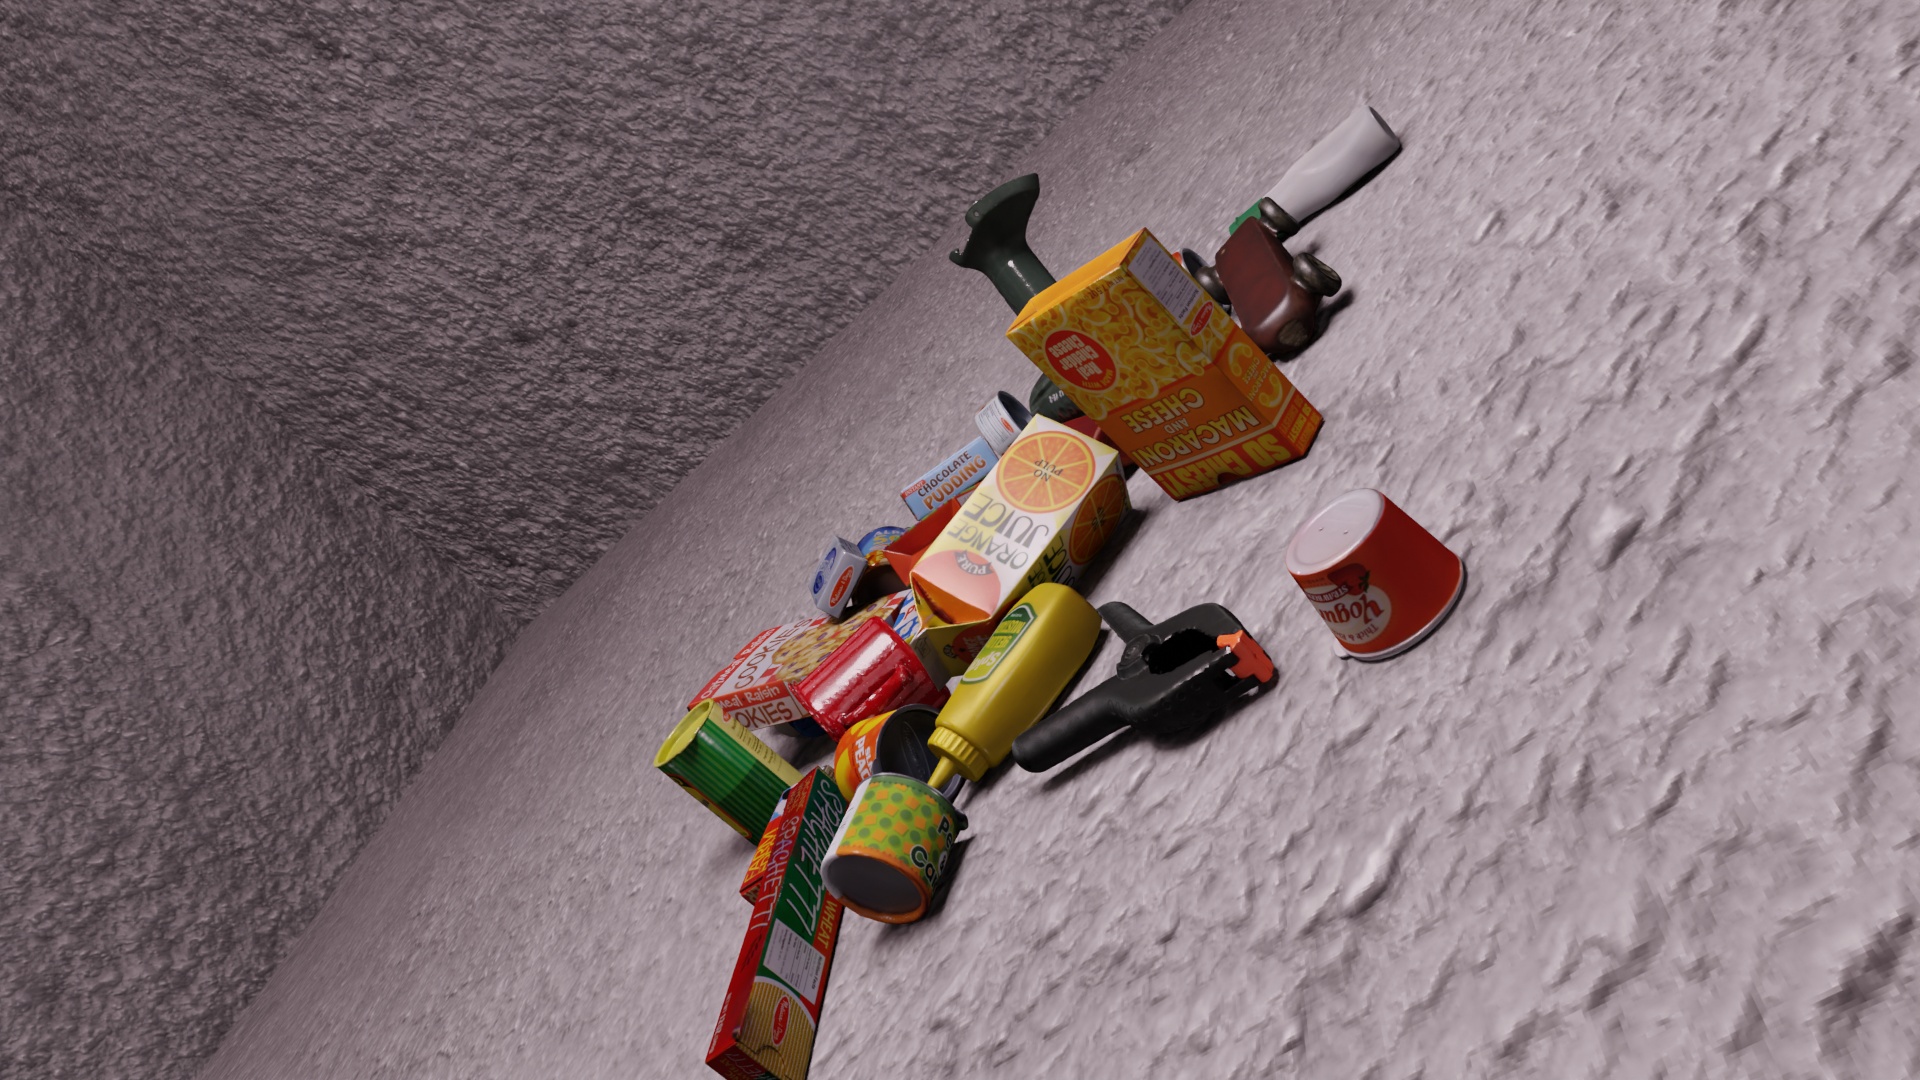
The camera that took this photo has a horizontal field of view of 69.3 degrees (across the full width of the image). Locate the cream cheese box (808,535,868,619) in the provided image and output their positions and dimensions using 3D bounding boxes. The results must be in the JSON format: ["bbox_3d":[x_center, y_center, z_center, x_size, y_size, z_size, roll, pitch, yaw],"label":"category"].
[{"bbox_3d":[-0.103,0.029,1.167,0.053,0.024,0.104,-62,12,2],"label":"cream cheese box"}]

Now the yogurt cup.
[{"bbox_3d":[0.188,0.013,0.640,0.072,0.054,0.073,-41,17,15],"label":"yogurt cup"}]

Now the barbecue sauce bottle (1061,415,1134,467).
[{"bbox_3d":[0.097,-0.075,1.105,0.065,0.043,0.148,-38,11,-22],"label":"barbecue sauce bottle"}]

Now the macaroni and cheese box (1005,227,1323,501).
[{"bbox_3d":[0.126,-0.103,0.875,0.123,0.166,0.040,-22,29,56],"label":"macaroni and cheese box"}]

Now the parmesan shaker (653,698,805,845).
[{"bbox_3d":[-0.175,0.180,1.069,0.071,0.103,0.071,-43,16,15],"label":"parmesan shaker"}]

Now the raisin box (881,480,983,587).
[{"bbox_3d":[0.004,-0.014,1.126,0.085,0.040,0.124,-37,-5,32],"label":"raisin box"}]

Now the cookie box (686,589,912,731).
[{"bbox_3d":[-0.123,0.100,1.129,0.167,0.040,0.123,-17,17,32],"label":"cookie box"}]

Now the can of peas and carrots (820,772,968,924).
[{"bbox_3d":[-0.038,0.178,0.798,0.070,0.071,0.059,-33,21,40],"label":"can of peas and carrots"}]

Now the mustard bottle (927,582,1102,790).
[{"bbox_3d":[0.024,0.098,0.860,0.161,0.049,0.065,-52,15,-20],"label":"mustard bottle"}]

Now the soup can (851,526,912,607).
[{"bbox_3d":[-0.060,0.030,1.206,0.071,0.071,0.084,-43,17,12],"label":"soup can"}]

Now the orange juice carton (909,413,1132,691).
[{"bbox_3d":[0.033,0.014,0.950,0.073,0.071,0.193,27,68,29],"label":"orange juice carton"}]

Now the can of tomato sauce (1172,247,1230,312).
[{"bbox_3d":[0.172,-0.196,1.162,0.083,0.071,0.071,-36,19,30],"label":"can of tomato sauce"}]

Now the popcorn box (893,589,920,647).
[{"bbox_3d":[0.003,0.047,1.059,0.126,0.038,0.085,-35,20,34],"label":"popcorn box"}]

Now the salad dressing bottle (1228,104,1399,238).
[{"bbox_3d":[0.290,-0.294,1.150,0.147,0.044,0.064,-38,20,30],"label":"salad dressing bottle"}]

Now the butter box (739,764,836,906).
[{"bbox_3d":[-0.119,0.211,0.993,0.053,0.024,0.104,-36,19,31],"label":"butter box"}]

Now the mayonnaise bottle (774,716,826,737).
[{"bbox_3d":[-0.143,0.139,1.200,0.065,0.041,0.148,-46,16,-11],"label":"mayonnaise bottle"}]

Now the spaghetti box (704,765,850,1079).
[{"bbox_3d":[-0.100,0.232,0.851,0.028,0.050,0.251,-39,17,21],"label":"spaghetti box"}]

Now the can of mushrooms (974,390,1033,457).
[{"bbox_3d":[0.047,-0.100,1.259,0.033,0.071,0.071,-42,16,19],"label":"can of mushrooms"}]

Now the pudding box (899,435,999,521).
[{"bbox_3d":[-0.006,-0.050,1.133,0.084,0.030,0.049,-34,-4,2],"label":"pudding box"}]

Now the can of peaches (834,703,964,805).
[{"bbox_3d":[-0.041,0.142,0.882,0.058,0.071,0.071,-26,25,53],"label":"can of peaches"}]
